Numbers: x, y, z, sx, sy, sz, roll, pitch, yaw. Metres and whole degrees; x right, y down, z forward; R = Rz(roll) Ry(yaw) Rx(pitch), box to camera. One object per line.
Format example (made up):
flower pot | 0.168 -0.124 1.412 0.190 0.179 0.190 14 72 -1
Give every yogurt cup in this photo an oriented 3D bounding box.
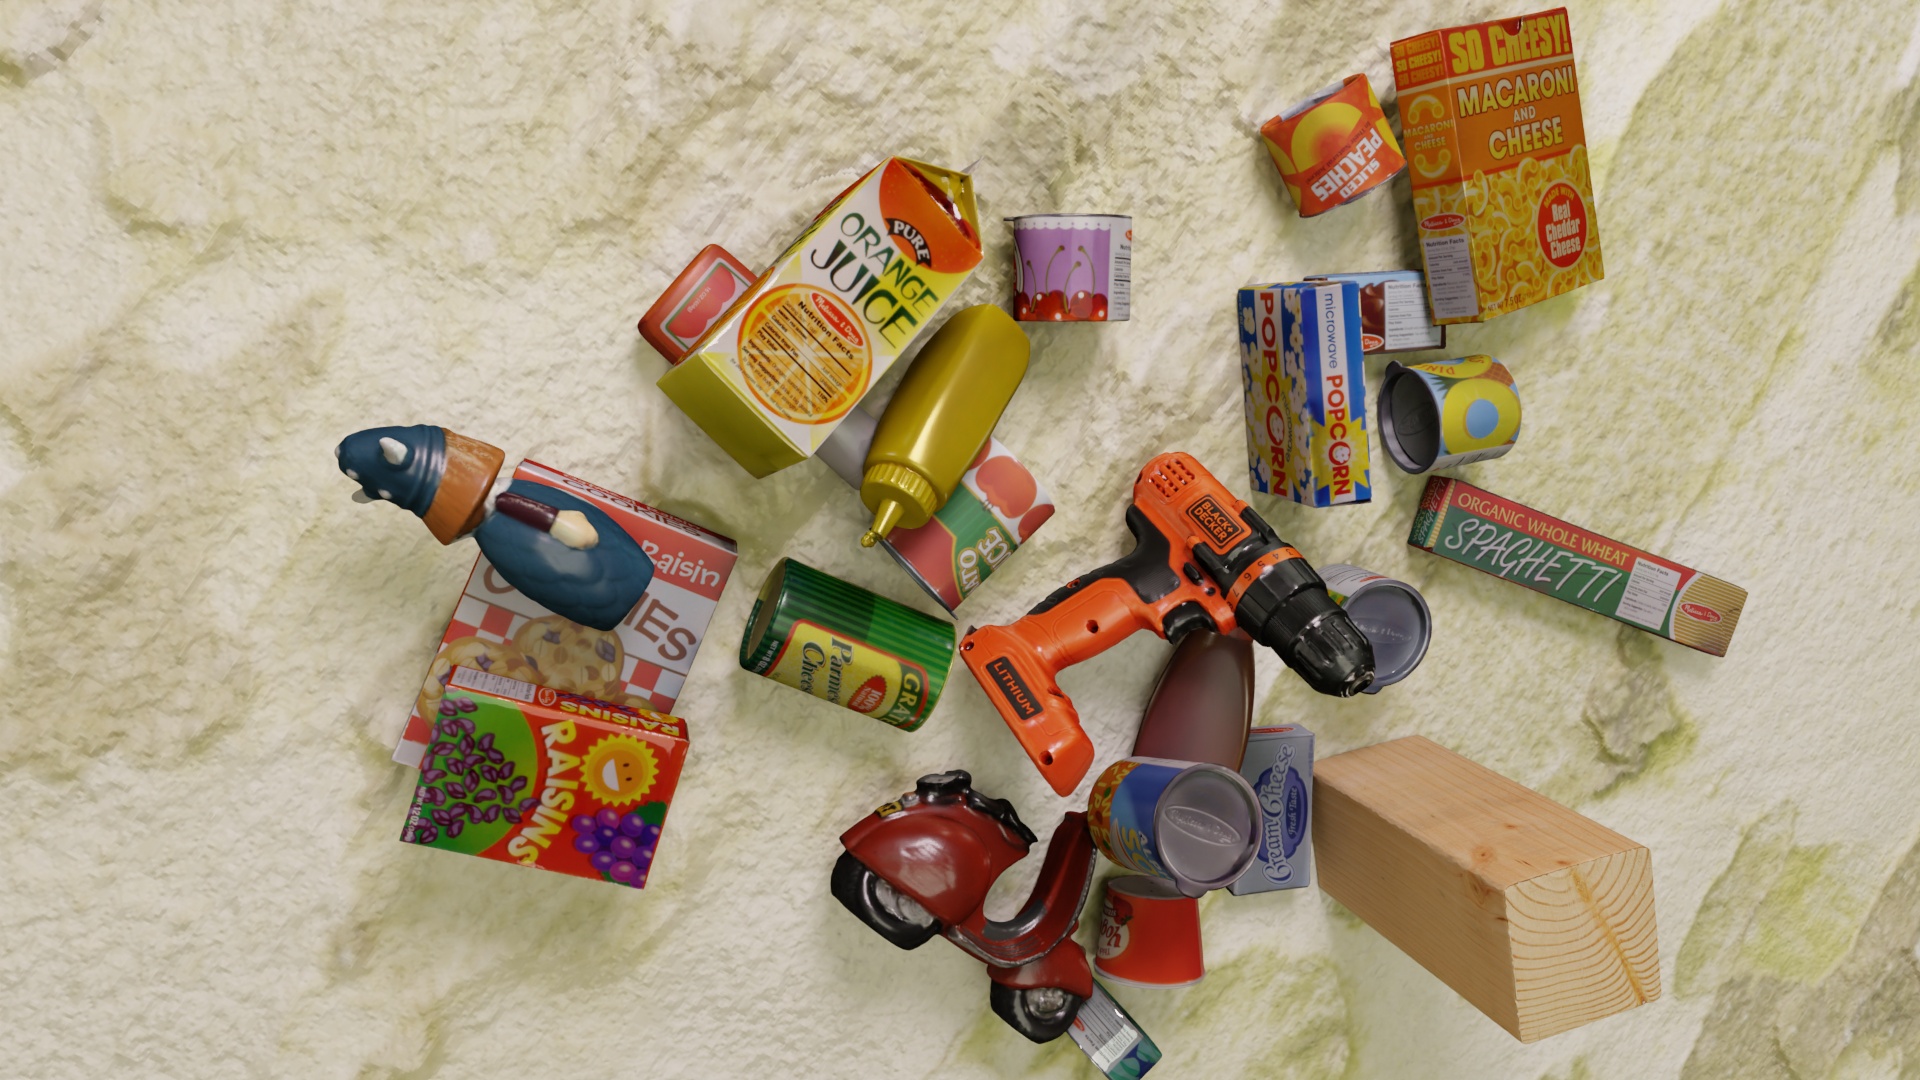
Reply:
yogurt cup | 0.116 0.237 0.845 0.072 0.072 0.054 2 90 -15

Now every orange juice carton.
orange juice carton | -0.058 -0.126 0.707 0.073 0.071 0.193 45 65 -16

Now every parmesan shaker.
parmesan shaker | -0.064 0.060 0.769 0.103 0.071 0.071 23 92 -17

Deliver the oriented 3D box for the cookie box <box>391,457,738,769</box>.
cookie box | -0.208 0.056 0.742 0.123 0.040 0.167 23 93 -17

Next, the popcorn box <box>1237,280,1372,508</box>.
popcorn box | 0.199 -0.087 0.807 0.038 0.085 0.126 -9 101 -12

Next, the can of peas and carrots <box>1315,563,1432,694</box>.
can of peas and carrots | 0.244 0.053 0.854 0.071 0.059 0.070 -2 100 -14

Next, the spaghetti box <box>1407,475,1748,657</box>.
spaghetti box | 0.406 0.018 0.908 0.250 0.029 0.050 18 93 -17

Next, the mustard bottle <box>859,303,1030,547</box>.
mustard bottle | -0.016 -0.055 0.734 0.048 0.065 0.161 41 57 -22

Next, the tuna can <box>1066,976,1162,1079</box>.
tuna can | 0.090 0.301 0.847 0.033 0.071 0.071 -43 107 -6

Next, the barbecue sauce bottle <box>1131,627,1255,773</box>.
barbecue sauce bottle | 0.149 0.091 0.840 0.065 0.044 0.148 16 93 8

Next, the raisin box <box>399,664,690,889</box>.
raisin box | -0.210 0.122 0.710 0.123 0.040 0.086 16 95 -16

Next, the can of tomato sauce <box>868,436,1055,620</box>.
can of tomato sauce | 0.003 -0.010 0.774 0.083 0.071 0.071 -44 107 -6

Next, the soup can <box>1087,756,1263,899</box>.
soup can | 0.116 0.157 0.768 0.071 0.083 0.071 2 83 -20

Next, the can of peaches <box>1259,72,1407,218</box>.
can of peaches | 0.214 -0.227 0.798 0.071 0.071 0.058 -32 104 -8

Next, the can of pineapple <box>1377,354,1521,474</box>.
can of pineapple | 0.297 -0.079 0.845 0.058 0.071 0.071 -11 101 -14

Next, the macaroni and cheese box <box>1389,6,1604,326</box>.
macaroni and cheese box | 0.322 -0.223 0.826 0.124 0.040 0.166 -21 104 -31

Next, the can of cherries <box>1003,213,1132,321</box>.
can of cherries | 0.059 -0.151 0.772 0.071 0.071 0.058 -3 100 -15

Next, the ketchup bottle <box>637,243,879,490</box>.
ketchup bottle | -0.098 -0.088 0.748 0.148 0.043 0.065 42 79 -17

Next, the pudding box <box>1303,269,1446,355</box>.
pudding box | 0.251 -0.138 0.843 0.084 0.030 0.049 -6 101 -14

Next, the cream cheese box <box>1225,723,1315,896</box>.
cream cheese box | 0.194 0.169 0.876 0.053 0.024 0.103 -2 99 -14
